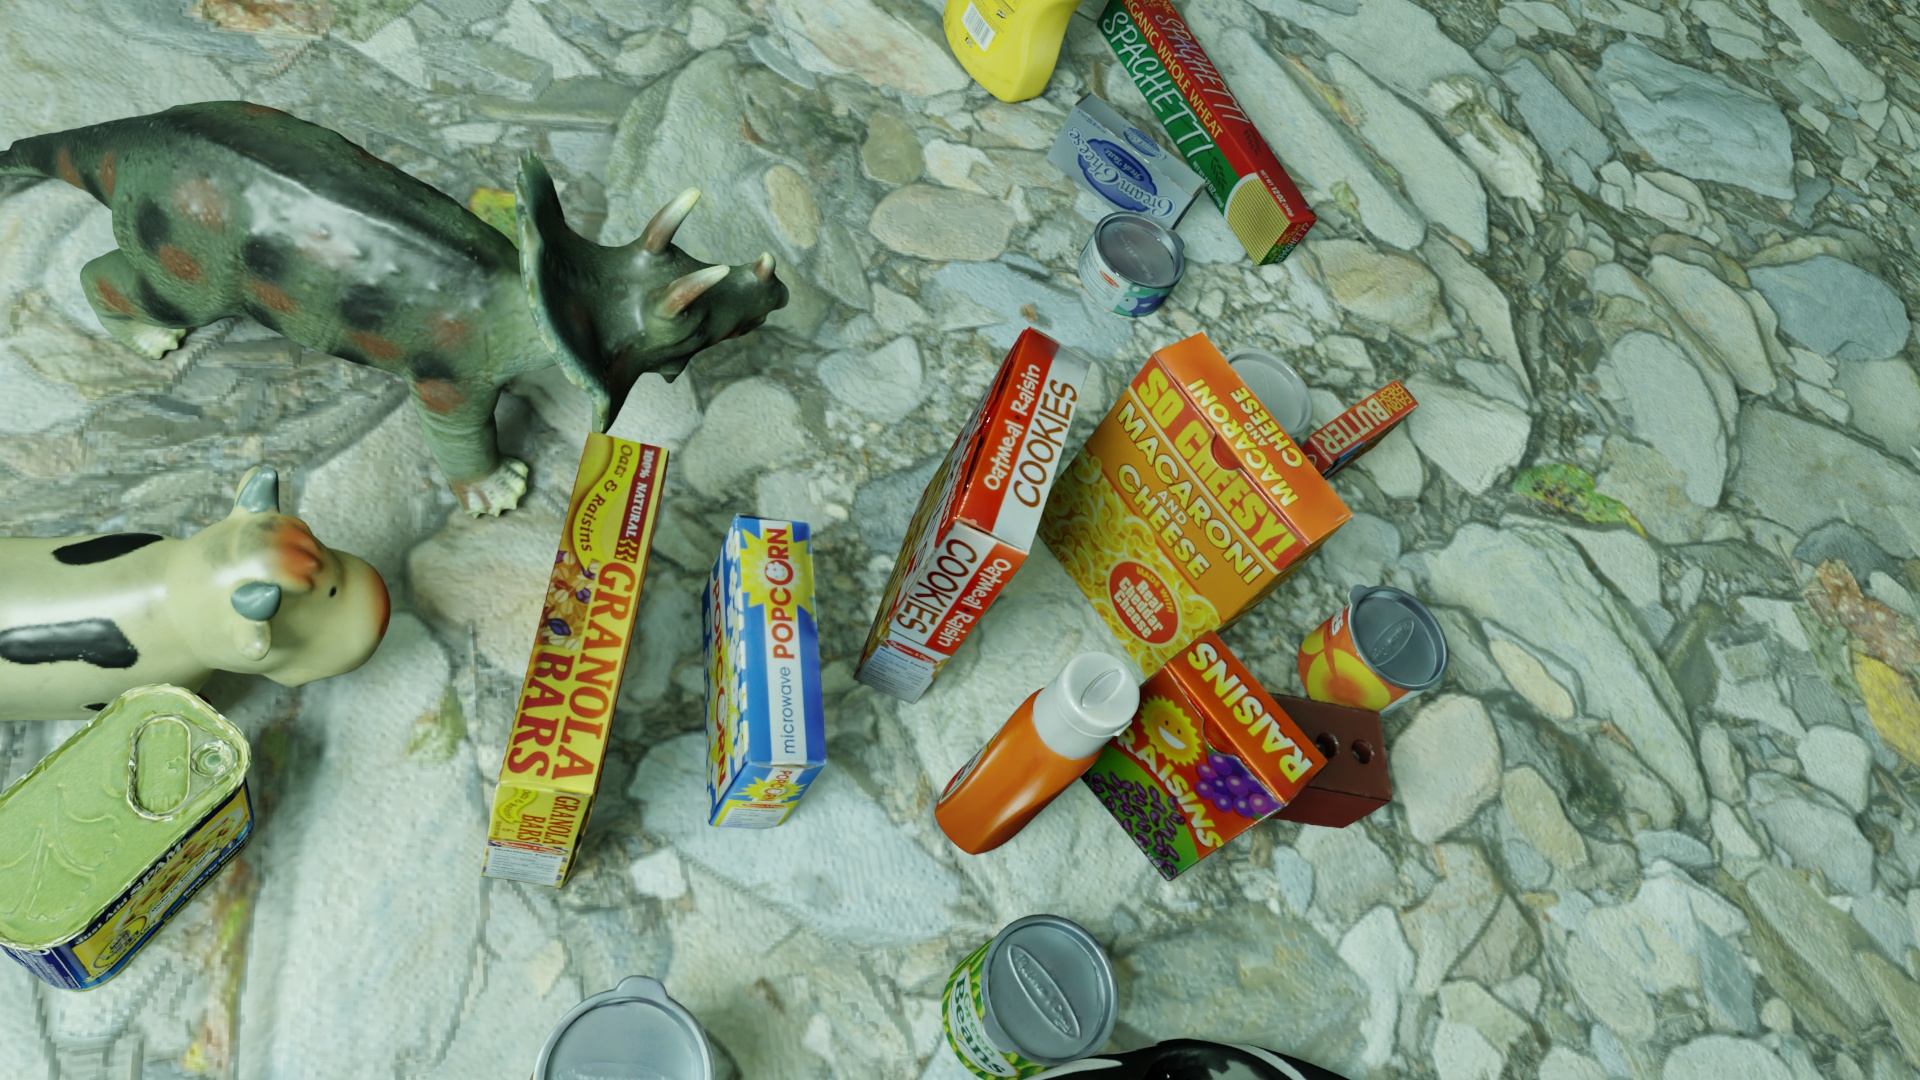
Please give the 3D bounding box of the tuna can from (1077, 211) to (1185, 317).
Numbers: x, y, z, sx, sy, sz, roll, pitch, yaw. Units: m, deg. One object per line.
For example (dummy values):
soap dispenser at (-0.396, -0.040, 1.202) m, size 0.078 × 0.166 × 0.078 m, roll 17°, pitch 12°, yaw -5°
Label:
tuna can at (0.116, -0.185, 0.931) m, size 0.071 × 0.032 × 0.071 m, roll 10°, pitch 57°, yaw -16°

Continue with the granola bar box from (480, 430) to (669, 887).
granola bar box at (-0.169, 0.054, 0.612) m, size 0.039 × 0.123 × 0.166 m, roll 14°, pitch 56°, yaw -14°

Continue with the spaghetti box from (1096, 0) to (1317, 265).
spaghetti box at (0.177, -0.314, 1.025) m, size 0.029 × 0.050 × 0.250 m, roll -16°, pitch 68°, yaw -29°

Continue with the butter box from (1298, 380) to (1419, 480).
butter box at (0.248, -0.064, 0.899) m, size 0.104 × 0.053 × 0.024 m, roll -30°, pitch 75°, yaw -34°

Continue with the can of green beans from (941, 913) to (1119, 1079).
can of green beans at (0.031, 0.212, 0.637) m, size 0.071 × 0.057 × 0.071 m, roll 10°, pitch 57°, yaw -16°

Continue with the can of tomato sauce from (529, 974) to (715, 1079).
can of tomato sauce at (-0.138, 0.218, 0.549) m, size 0.071 × 0.082 × 0.071 m, roll 10°, pitch 57°, yaw -16°

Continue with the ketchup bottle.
ketchup bottle at (0.037, 0.099, 0.653) m, size 0.043 × 0.148 × 0.065 m, roll 46°, pitch 55°, yaw 8°

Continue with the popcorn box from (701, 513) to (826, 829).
popcorn box at (-0.096, 0.063, 0.660) m, size 0.038 × 0.084 × 0.127 m, roll 4°, pitch 59°, yaw -20°

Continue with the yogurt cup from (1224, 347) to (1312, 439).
yogurt cup at (0.181, -0.080, 0.880) m, size 0.072 × 0.053 × 0.073 m, roll 10°, pitch 57°, yaw -16°

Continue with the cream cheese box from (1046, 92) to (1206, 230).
cream cheese box at (0.114, -0.256, 0.962) m, size 0.104 × 0.053 × 0.024 m, roll 39°, pitch 54°, yaw 3°

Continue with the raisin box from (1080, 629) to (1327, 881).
raisin box at (0.113, 0.110, 0.693) m, size 0.040 × 0.122 × 0.086 m, roll -31°, pitch 76°, yaw -34°

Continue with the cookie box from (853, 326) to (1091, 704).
cookie box at (0.002, -0.009, 0.694) m, size 0.040 × 0.166 × 0.123 m, roll 24°, pitch 54°, yaw -7°

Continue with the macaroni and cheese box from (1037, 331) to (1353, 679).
macaroni and cheese box at (0.115, -0.011, 0.742) m, size 0.040 × 0.165 × 0.124 m, roll -27°, pitch 73°, yaw -33°

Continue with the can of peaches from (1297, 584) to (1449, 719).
can of peaches at (0.238, 0.066, 0.811) m, size 0.071 × 0.057 × 0.071 m, roll 10°, pitch 57°, yaw -16°
